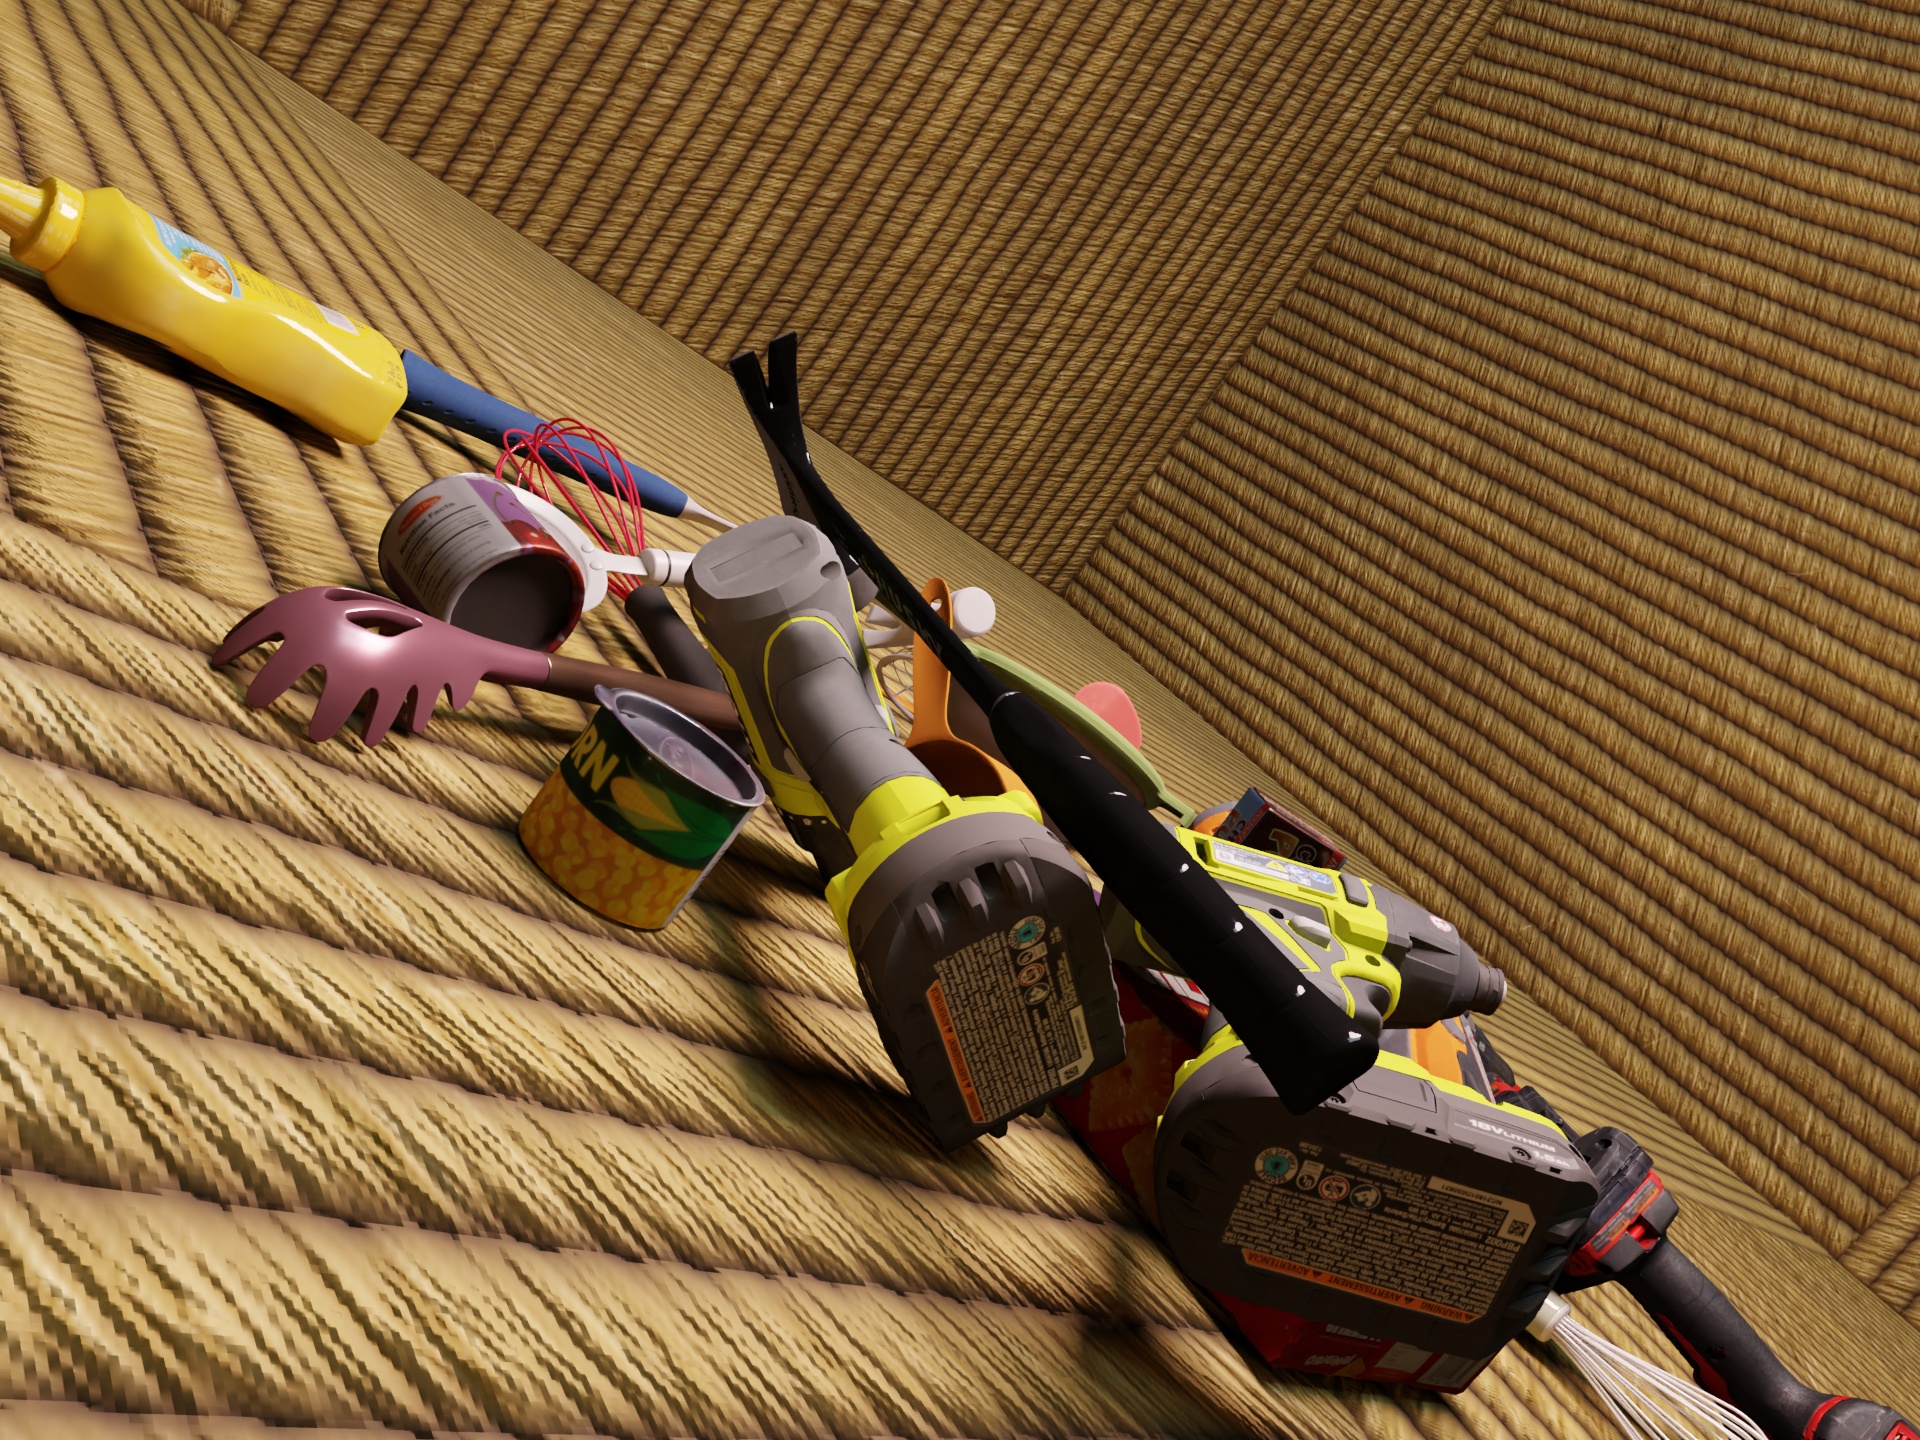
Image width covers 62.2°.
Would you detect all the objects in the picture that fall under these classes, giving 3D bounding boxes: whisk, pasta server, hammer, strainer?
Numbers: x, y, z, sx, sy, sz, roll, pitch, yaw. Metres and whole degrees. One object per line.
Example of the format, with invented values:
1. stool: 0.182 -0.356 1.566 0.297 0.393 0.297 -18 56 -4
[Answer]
1. whisk: 0.312 0.314 0.815 0.057 0.059 0.247 -11 38 -40
2. pasta server: -0.161 -0.011 0.645 0.060 0.040 0.316 41 10 21
3. hammer: -0.177 -0.135 1.049 0.405 0.035 0.144 23 -15 -26
4. strainer: -0.163 -0.076 0.803 0.258 0.050 0.087 2 49 -45
5. whisk: -0.180 -0.077 0.870 0.073 0.073 0.296 25 21 -53
6. hammer: 0.089 0.031 1.072 0.149 0.037 0.359 47 -5 15
7. hammer: 0.013 -0.011 0.579 0.409 0.036 0.149 49 -17 46
8. strainer: -0.001 -0.003 0.849 0.256 0.069 0.152 39 -11 -31

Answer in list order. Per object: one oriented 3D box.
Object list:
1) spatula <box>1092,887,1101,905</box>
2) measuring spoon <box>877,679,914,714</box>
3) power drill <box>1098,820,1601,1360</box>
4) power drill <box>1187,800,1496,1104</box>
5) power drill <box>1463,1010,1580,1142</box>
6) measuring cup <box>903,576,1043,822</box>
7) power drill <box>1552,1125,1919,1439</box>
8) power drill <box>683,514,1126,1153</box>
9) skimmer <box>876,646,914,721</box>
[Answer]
1. spatula: 0.134 0.145 1.064 0.315 0.018 0.060 30 10 -33
2. measuring spoon: -0.037 -0.014 1.224 0.116 0.011 0.021 33 10 -23
3. power drill: 0.141 0.120 0.590 0.171 0.080 0.223 16 21 -3
4. power drill: 0.212 0.167 0.902 0.226 0.084 0.164 45 24 -22
5. power drill: 0.346 0.252 1.055 0.187 0.080 0.227 43 11 -23
6. measuring cup: -0.003 0.017 0.774 0.052 0.095 0.174 34 52 -55
7. power drill: 0.390 0.331 0.847 0.220 0.078 0.143 46 -17 18
8. power drill: -0.027 0.049 0.614 0.229 0.080 0.190 53 -17 47
9. skimmer: -0.025 0.028 1.009 0.127 0.090 0.363 33 19 -1
